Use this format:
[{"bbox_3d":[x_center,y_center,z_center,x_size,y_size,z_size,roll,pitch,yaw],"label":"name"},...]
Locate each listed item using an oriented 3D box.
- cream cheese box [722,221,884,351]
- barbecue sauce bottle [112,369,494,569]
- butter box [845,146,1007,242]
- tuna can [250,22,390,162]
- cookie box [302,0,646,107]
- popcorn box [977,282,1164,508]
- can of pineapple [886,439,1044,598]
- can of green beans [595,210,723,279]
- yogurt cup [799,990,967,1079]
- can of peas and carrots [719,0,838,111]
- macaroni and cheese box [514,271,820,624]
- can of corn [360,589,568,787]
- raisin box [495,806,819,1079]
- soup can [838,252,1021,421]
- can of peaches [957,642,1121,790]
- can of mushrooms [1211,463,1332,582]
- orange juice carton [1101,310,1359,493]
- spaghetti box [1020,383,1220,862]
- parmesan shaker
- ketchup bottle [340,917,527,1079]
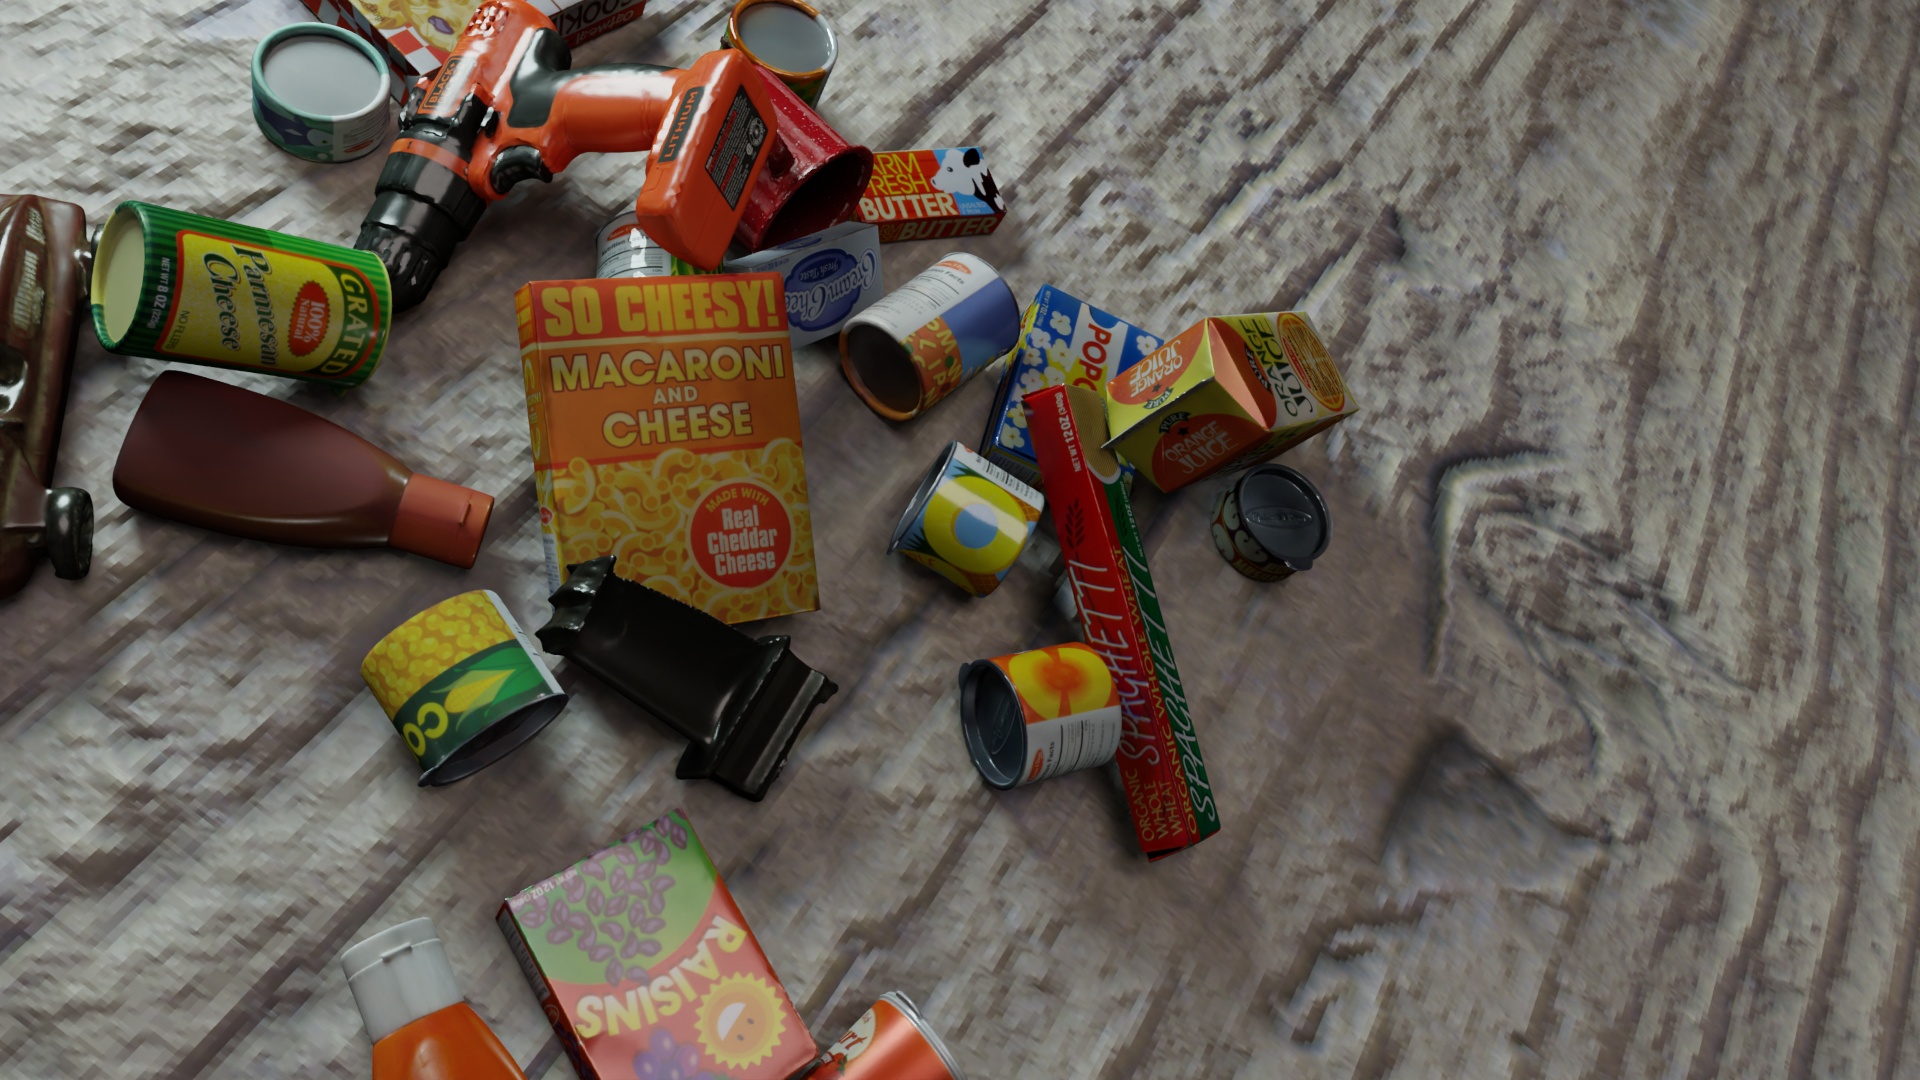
[{"bbox_3d":[-0.083,-0.137,0.759,0.104,0.024,0.053,-33,126,-45],"label":"cream cheese box"},{"bbox_3d":[-0.289,-0.025,0.624,0.148,0.043,0.065,18,64,-16],"label":"barbecue sauce bottle"},{"bbox_3d":[-0.027,-0.212,0.851,0.104,0.024,0.053,-12,70,-29],"label":"butter box"},{"bbox_3d":[-0.332,-0.233,0.718,0.071,0.032,0.071,11,61,-20],"label":"tuna can"},{"bbox_3d":[-0.277,-0.324,0.785,0.123,0.040,0.168,46,56,3],"label":"cookie box"},{"bbox_3d":[0.065,-0.079,0.817,0.085,0.038,0.127,23,58,-11],"label":"popcorn box"},{"bbox_3d":[0.003,-0.009,0.737,0.058,0.070,0.071,31,56,-7],"label":"can of pineapple"},{"bbox_3d":[-0.157,-0.130,0.724,0.071,0.071,0.058,5,64,-22],"label":"can of green beans"},{"bbox_3d":[-0.033,0.238,0.595,0.054,0.072,0.072,-32,81,-25],"label":"yogurt cup"},{"bbox_3d":[-0.114,-0.281,0.826,0.071,0.058,0.071,11,61,-19],"label":"can of peas and carrots"},{"bbox_3d":[-0.139,-0.041,0.664,0.124,0.040,0.166,-8,94,-28],"label":"macaroni and cheese box"},{"bbox_3d":[-0.215,0.064,0.598,0.071,0.071,0.058,-31,80,-33],"label":"can of corn"},{"bbox_3d":[-0.129,0.190,0.590,0.086,0.040,0.123,-25,76,-33],"label":"raisin box"},{"bbox_3d":[-0.016,-0.112,0.781,0.071,0.071,0.084,48,57,4],"label":"soup can"},{"bbox_3d":[0.039,0.086,0.704,0.058,0.071,0.071,-8,69,-27],"label":"can of peaches"},{"bbox_3d":[0.188,-0.008,0.839,0.071,0.033,0.071,11,61,-20],"label":"can of mushrooms"},{"bbox_3d":[0.151,-0.080,0.792,0.193,0.071,0.073,-16,77,-55],"label":"orange juice carton"},{"bbox_3d":[0.084,0.039,0.731,0.050,0.028,0.250,1,72,-62],"label":"spaghetti box"},{"bbox_3d":[-0.319,-0.104,0.618,0.103,0.071,0.071,5,61,-49],"label":"parmesan shaker"},{"bbox_3d":[-0.197,0.222,0.539,0.065,0.043,0.149,-19,74,-32],"label":"ketchup bottle"}]
